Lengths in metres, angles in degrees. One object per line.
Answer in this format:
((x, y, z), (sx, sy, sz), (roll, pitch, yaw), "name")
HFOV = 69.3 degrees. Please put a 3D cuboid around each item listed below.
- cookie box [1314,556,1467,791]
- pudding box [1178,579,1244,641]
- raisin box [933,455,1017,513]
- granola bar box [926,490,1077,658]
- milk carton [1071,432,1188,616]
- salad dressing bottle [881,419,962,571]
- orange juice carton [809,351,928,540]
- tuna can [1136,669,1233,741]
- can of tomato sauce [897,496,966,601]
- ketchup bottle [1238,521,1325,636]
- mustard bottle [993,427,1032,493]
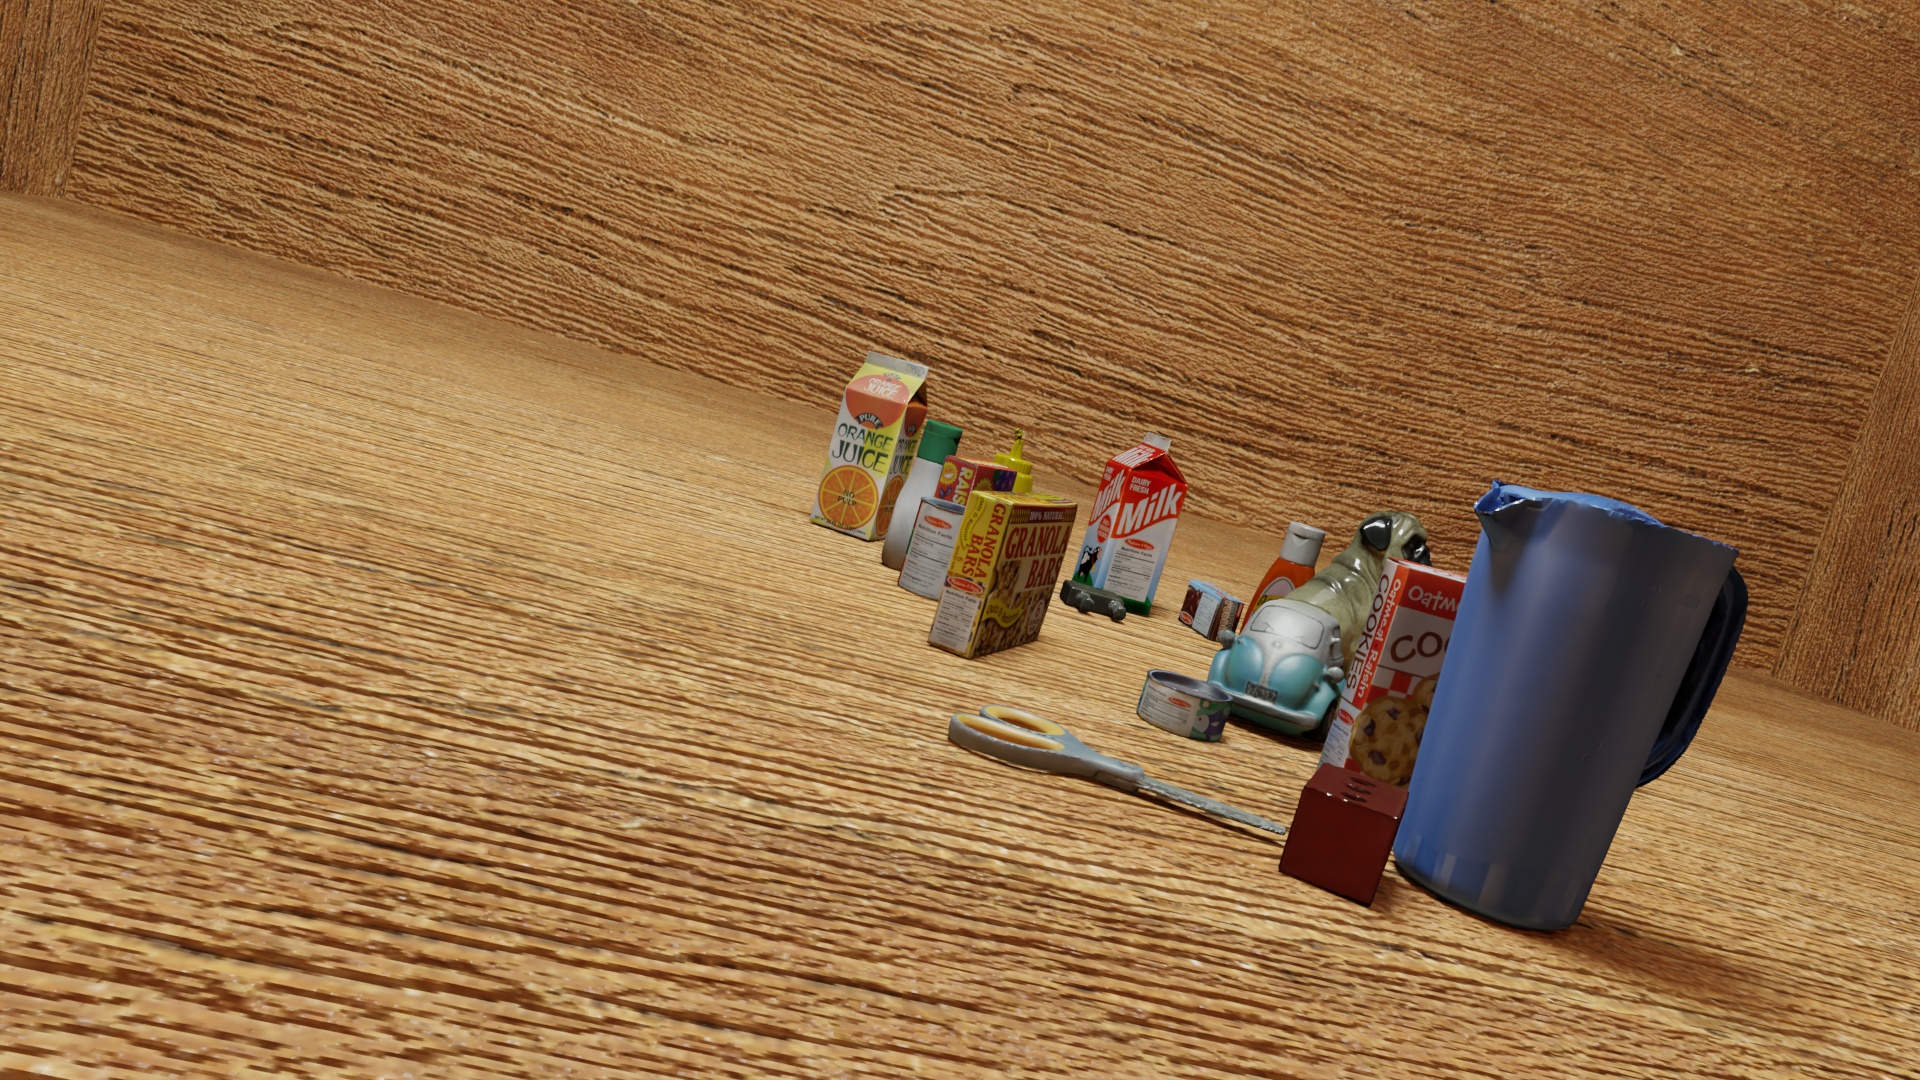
((0.336, 0.107, 0.979), (0.123, 0.167, 0.040), (15, 7, -11), "cookie box")
((0.270, 0.076, 1.499), (0.030, 0.049, 0.084), (14, 8, -18), "pudding box")
((0.005, -0.017, 1.338), (0.040, 0.123, 0.086), (20, 8, 29), "raisin box")
((0.038, 0.024, 1.113), (0.039, 0.124, 0.166), (19, 8, 20), "granola bar box")
((0.187, -0.022, 1.503), (0.073, 0.190, 0.072), (14, 7, -17), "milk carton")
((-0.035, -0.042, 1.347), (0.044, 0.147, 0.064), (19, 8, 23), "salad dressing bottle")
((-0.092, -0.101, 1.481), (0.072, 0.192, 0.073), (18, 7, 15), "orange juice carton")
((0.166, 0.121, 1.026), (0.071, 0.032, 0.071), (16, 8, -2), "tuna can")
((-0.014, 0.009, 1.265), (0.071, 0.083, 0.071), (16, 7, -2), "can of tomato sauce")
((0.323, 0.056, 1.381), (0.065, 0.148, 0.043), (20, 8, 27), "ketchup bottle")
((0.043, -0.036, 1.416), (0.049, 0.160, 0.065), (10, 10, -42), "mustard bottle")
